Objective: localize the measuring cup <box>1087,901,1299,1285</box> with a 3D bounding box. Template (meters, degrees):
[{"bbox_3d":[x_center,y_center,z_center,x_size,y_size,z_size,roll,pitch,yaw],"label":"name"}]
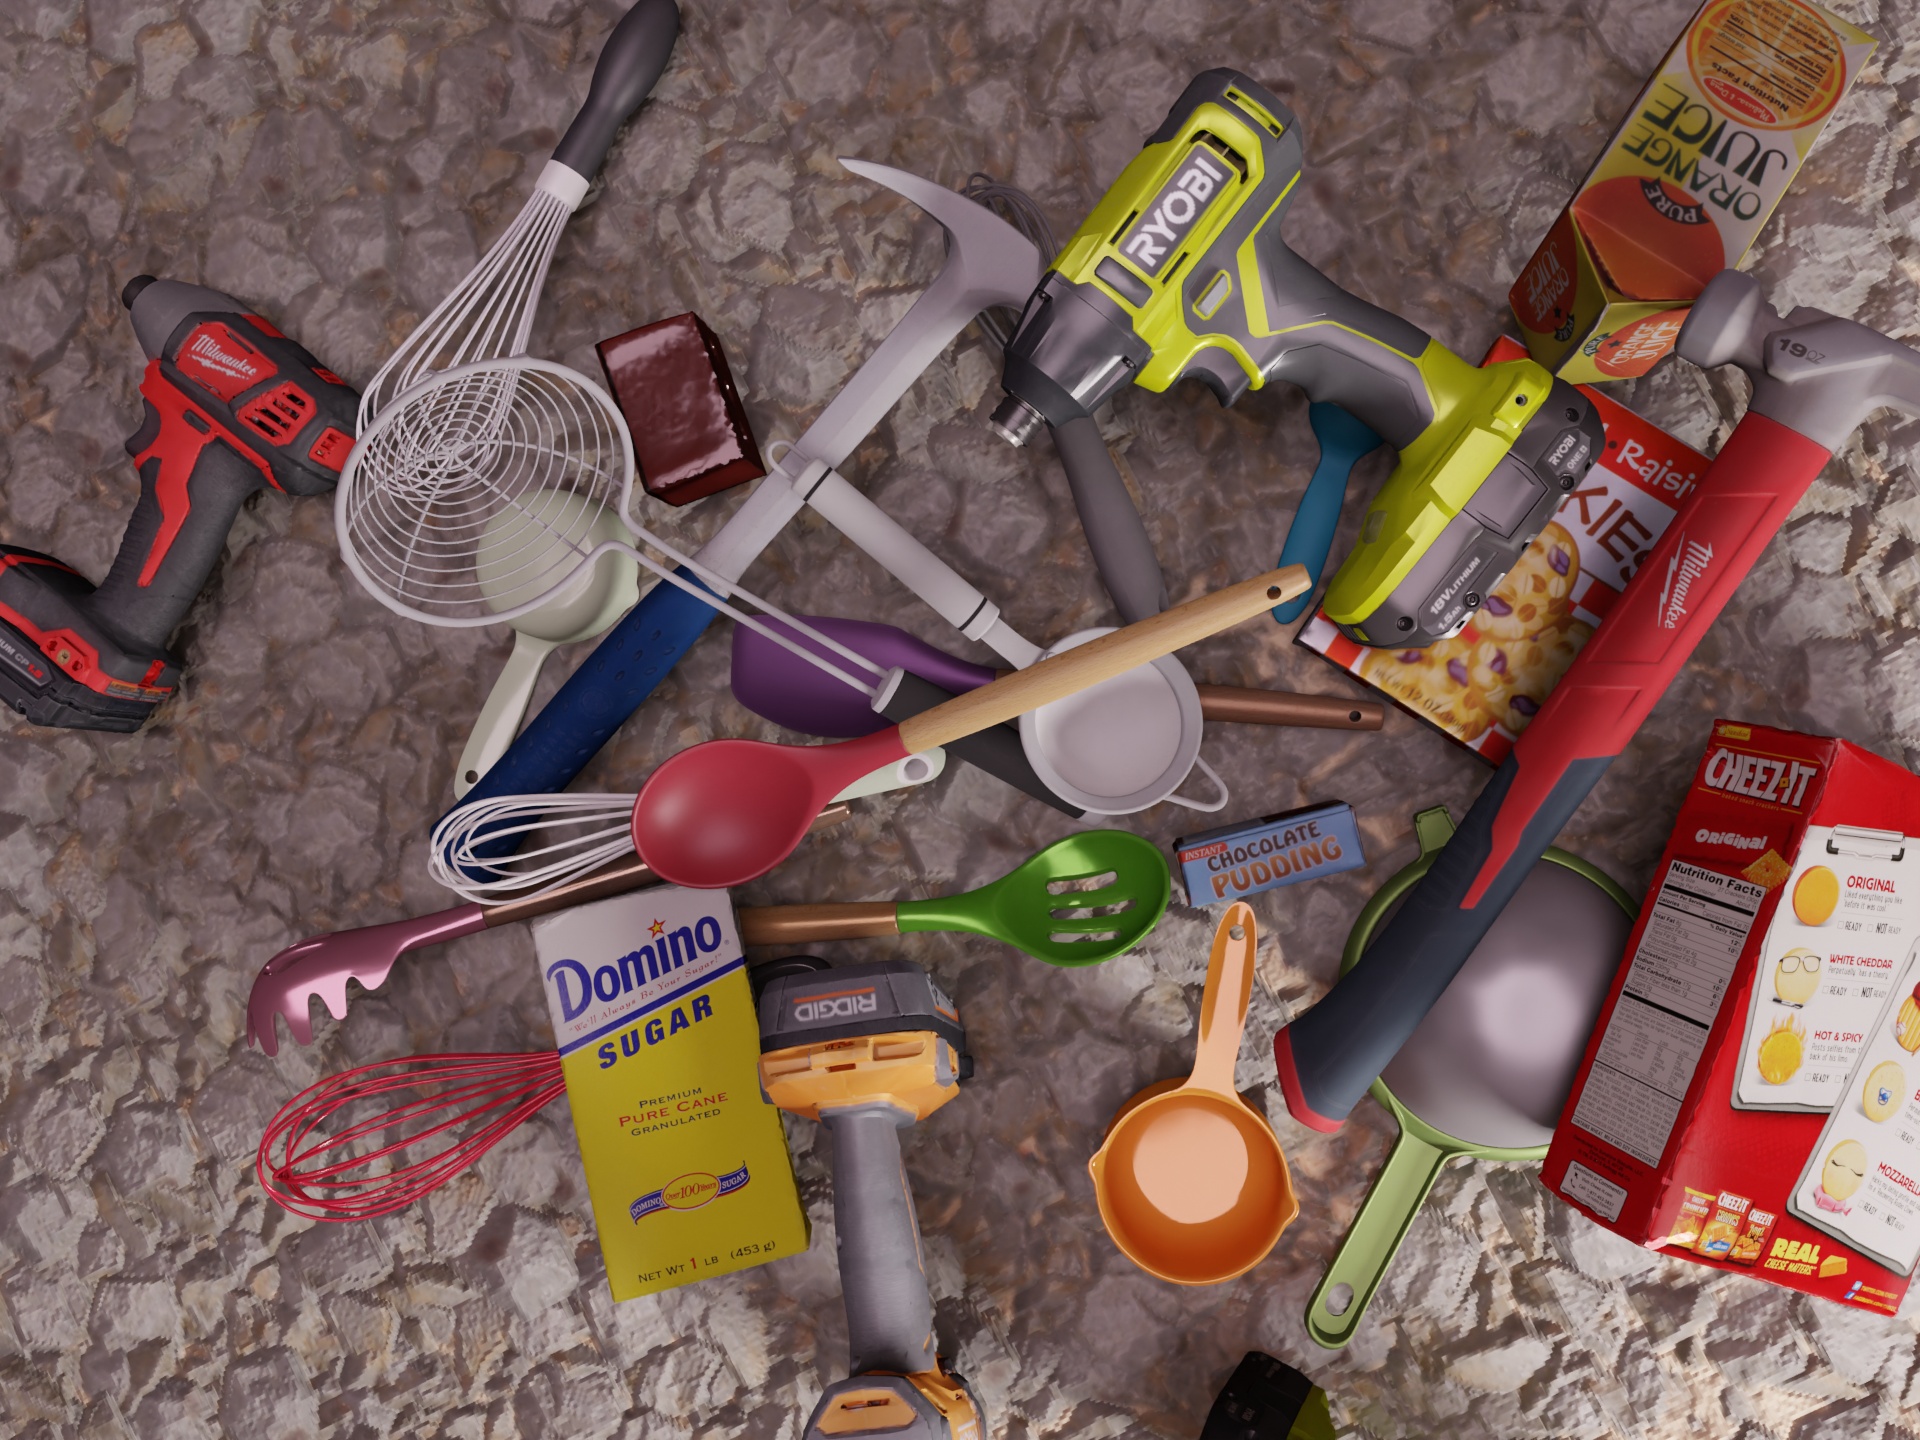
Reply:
[{"bbox_3d":[0.114,0.169,0.739,0.095,0.052,0.173,10,88,7],"label":"measuring cup"}]

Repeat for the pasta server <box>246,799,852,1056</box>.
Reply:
[{"bbox_3d":[-0.204,0.093,0.782,0.316,0.060,0.040,-17,114,0],"label":"pasta server"}]

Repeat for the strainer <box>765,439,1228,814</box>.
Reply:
[{"bbox_3d":[0.015,-0.041,0.720,0.258,0.050,0.087,40,76,-9],"label":"strainer"}]

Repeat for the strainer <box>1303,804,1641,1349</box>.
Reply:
[{"bbox_3d":[0.224,0.175,0.715,0.151,0.069,0.256,28,90,7],"label":"strainer"}]

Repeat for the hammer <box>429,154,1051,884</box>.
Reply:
[{"bbox_3d":[-0.116,-0.078,0.742,0.144,0.035,0.405,40,104,-16],"label":"hammer"}]

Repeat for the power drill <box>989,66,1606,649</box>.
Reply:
[{"bbox_3d":[0.136,-0.136,0.670,0.223,0.080,0.171,38,94,-3],"label":"power drill"}]

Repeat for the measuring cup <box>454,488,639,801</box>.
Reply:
[{"bbox_3d":[-0.220,-0.036,0.789,0.083,0.038,0.167,23,89,7],"label":"measuring cup"}]

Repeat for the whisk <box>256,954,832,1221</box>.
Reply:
[{"bbox_3d":[-0.201,0.173,0.776,0.296,0.073,0.073,-20,86,-1],"label":"whisk"}]

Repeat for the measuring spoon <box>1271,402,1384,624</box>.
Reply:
[{"bbox_3d":[0.173,-0.107,0.752,0.042,0.021,0.128,19,90,7],"label":"measuring spoon"}]

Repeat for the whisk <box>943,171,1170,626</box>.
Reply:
[{"bbox_3d":[0.050,-0.148,0.757,0.055,0.055,0.239,-22,90,6],"label":"whisk"}]

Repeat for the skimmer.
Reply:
[{"bbox_3d":[-0.084,-0.032,0.693,0.363,0.090,0.127,29,107,-13],"label":"skimmer"}]

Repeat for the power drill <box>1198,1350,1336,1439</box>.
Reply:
[{"bbox_3d":[0.210,0.362,0.671,0.229,0.190,0.080,21,91,21],"label":"power drill"}]

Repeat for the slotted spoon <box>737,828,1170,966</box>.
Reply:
[{"bbox_3d":[-0.054,0.095,0.771,0.314,0.031,0.070,-5,56,10],"label":"slotted spoon"}]

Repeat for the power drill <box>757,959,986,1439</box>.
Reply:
[{"bbox_3d":[-0.028,0.237,0.713,0.084,0.185,0.226,-10,68,6],"label":"power drill"}]

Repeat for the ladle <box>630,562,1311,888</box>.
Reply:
[{"bbox_3d":[-0.001,-0.002,0.682,0.315,0.031,0.069,-22,110,15],"label":"ladle"}]

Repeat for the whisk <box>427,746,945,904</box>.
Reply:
[{"bbox_3d":[-0.127,0.040,0.751,0.246,0.059,0.057,-12,121,-10],"label":"whisk"}]

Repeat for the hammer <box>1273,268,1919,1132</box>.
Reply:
[{"bbox_3d":[0.259,0.022,0.647,0.143,0.038,0.386,37,106,23],"label":"hammer"}]

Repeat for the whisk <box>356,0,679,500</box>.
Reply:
[{"bbox_3d":[-0.214,-0.237,0.787,0.070,0.070,0.284,28,88,7],"label":"whisk"}]

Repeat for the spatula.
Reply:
[{"bbox_3d":[0.042,-0.013,0.768,0.316,0.018,0.059,4,100,8],"label":"spatula"}]

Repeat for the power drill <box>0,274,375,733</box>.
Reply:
[{"bbox_3d":[-0.412,-0.113,0.798,0.143,0.078,0.219,38,90,6],"label":"power drill"}]
